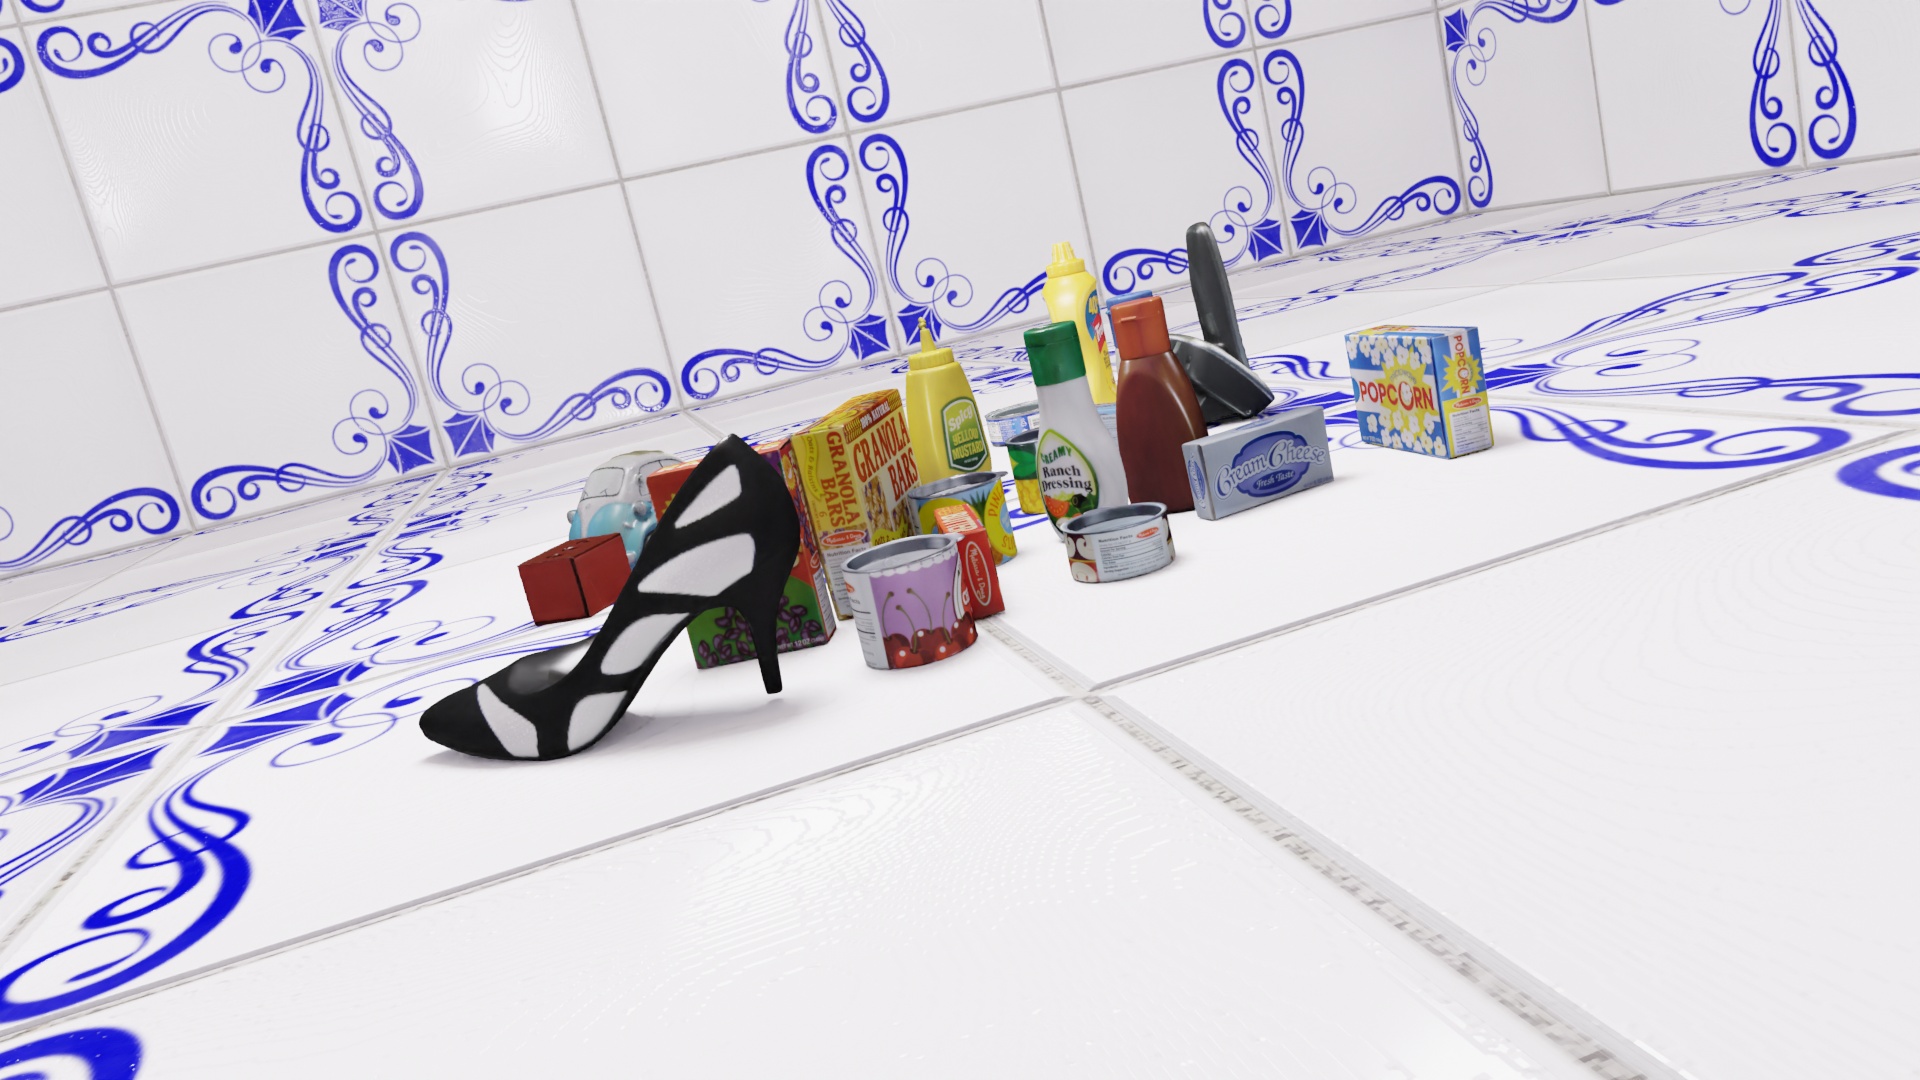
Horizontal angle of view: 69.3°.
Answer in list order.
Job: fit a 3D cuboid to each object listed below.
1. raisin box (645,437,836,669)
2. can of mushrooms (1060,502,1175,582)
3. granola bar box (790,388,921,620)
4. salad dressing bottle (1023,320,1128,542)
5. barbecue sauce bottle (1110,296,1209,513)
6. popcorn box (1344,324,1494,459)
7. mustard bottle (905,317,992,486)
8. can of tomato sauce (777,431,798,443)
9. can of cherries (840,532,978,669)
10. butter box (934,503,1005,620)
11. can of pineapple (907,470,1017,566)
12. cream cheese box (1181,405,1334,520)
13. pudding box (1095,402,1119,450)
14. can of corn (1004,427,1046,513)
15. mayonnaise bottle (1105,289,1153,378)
[{"bbox_3d":[-0.132,0.008,0.846,0.086,0.123,0.040,-12,11,6],"label":"raisin box"},{"bbox_3d":[0.097,0.000,0.854,0.071,0.033,0.071,-13,12,3],"label":"can of mushrooms"},{"bbox_3d":[-0.063,-0.030,0.946,0.039,0.124,0.166,-11,12,12],"label":"granola bar box"},{"bbox_3d":[0.075,-0.074,0.945,0.044,0.147,0.064,-23,15,-41],"label":"salad dressing bottle"},{"bbox_3d":[0.137,-0.094,0.971,0.065,0.148,0.044,-6,13,32],"label":"barbecue sauce bottle"},{"bbox_3d":[0.325,-0.109,0.990,0.038,0.085,0.127,-15,12,-9],"label":"popcorn box"},{"bbox_3d":[-0.017,-0.115,1.207,0.065,0.160,0.049,-23,15,-40],"label":"mustard bottle"},{"bbox_3d":[-0.121,-0.058,1.241,0.071,0.083,0.071,-13,11,3],"label":"can of tomato sauce"},{"bbox_3d":[-0.025,0.033,0.773,0.071,0.058,0.071,-13,12,3],"label":"can of cherries"},{"bbox_3d":[0.004,0.011,0.856,0.024,0.053,0.103,-14,12,-4],"label":"butter box"},{"bbox_3d":[0.003,-0.012,0.953,0.071,0.057,0.071,-13,12,3],"label":"can of pineapple"},{"bbox_3d":[0.203,-0.053,0.939,0.104,0.053,0.024,-17,12,-20],"label":"cream cheese box"},{"bbox_3d":[0.137,-0.096,1.223,0.030,0.049,0.083,-23,15,-39],"label":"pudding box"},{"bbox_3d":[0.072,-0.057,1.090,0.071,0.058,0.071,-13,12,3],"label":"can of corn"},{"bbox_3d":[0.145,-0.117,1.069,0.041,0.147,0.065,-14,11,-2],"label":"mayonnaise bottle"}]
